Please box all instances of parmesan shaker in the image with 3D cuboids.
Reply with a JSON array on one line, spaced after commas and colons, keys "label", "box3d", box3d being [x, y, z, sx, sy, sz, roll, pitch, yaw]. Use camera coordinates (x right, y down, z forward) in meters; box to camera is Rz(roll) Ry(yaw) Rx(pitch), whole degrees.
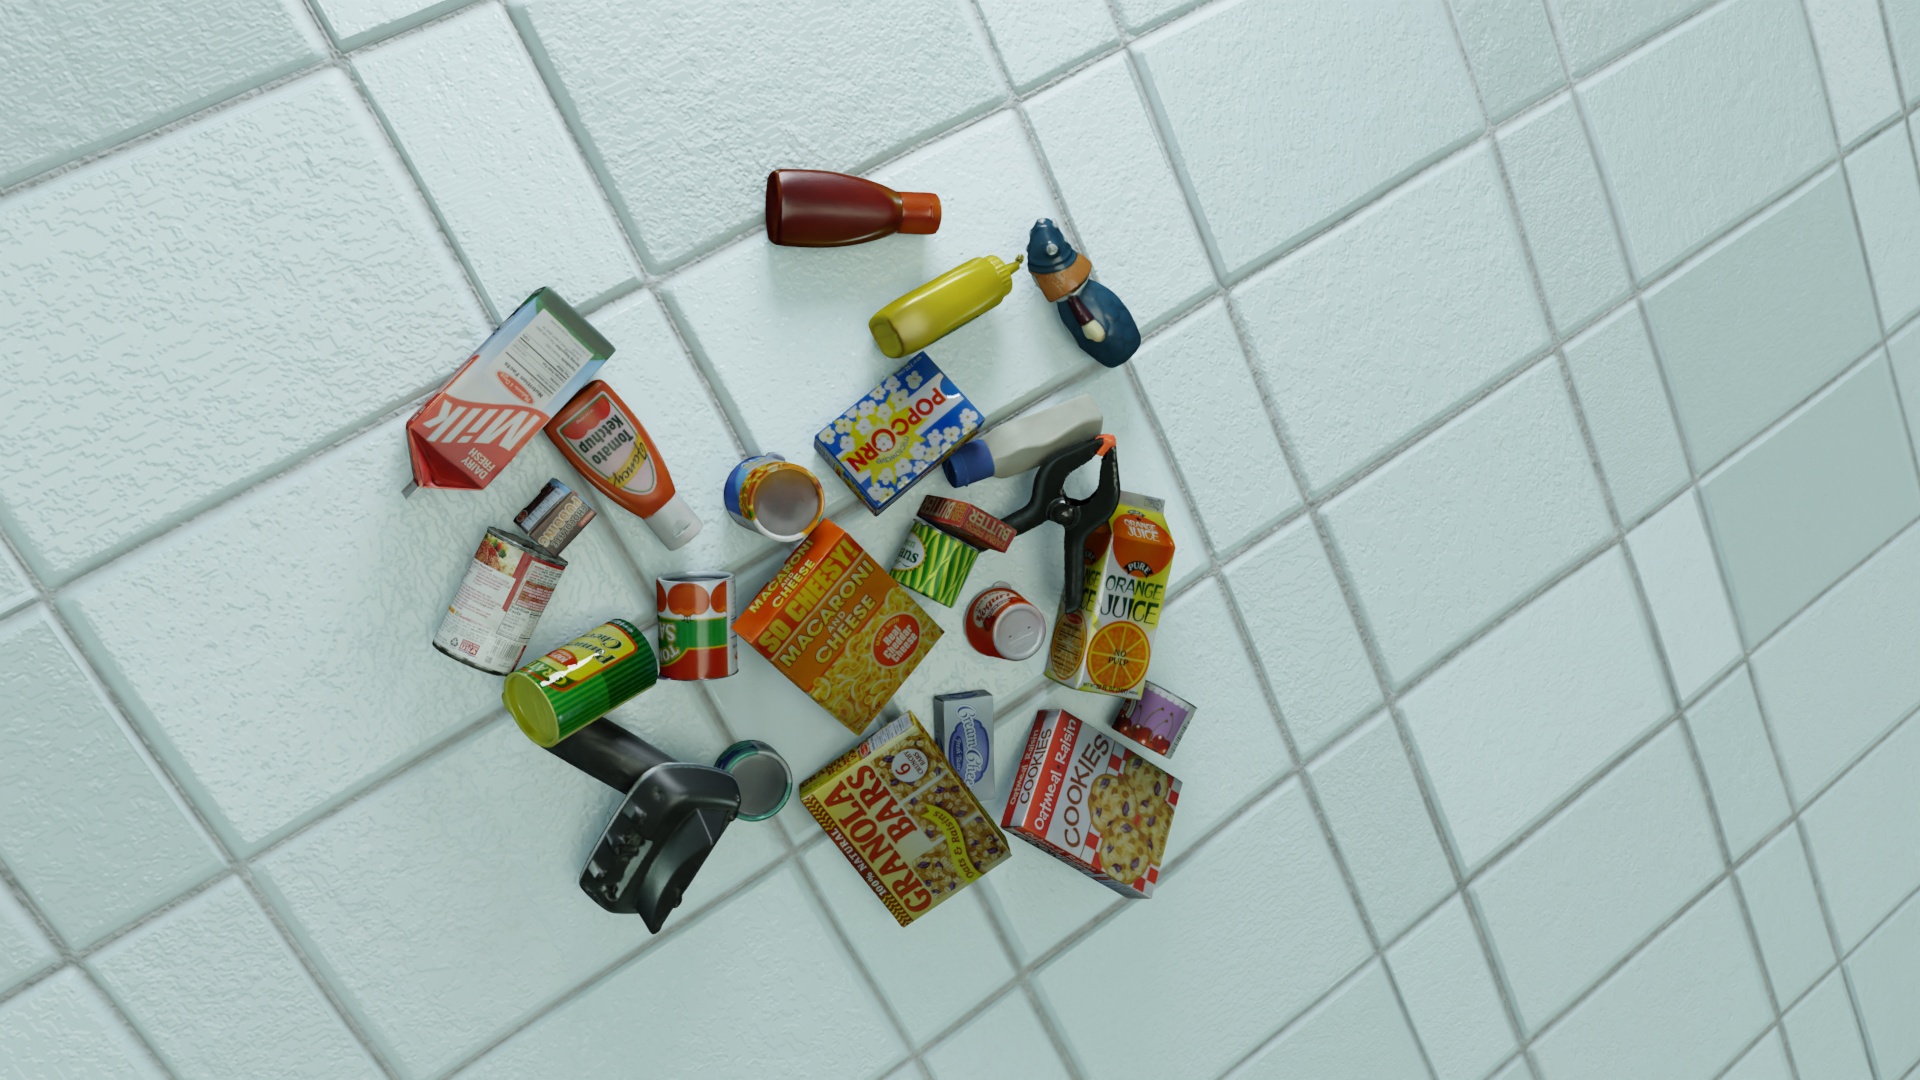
[{"label": "parmesan shaker", "box3d": [-0.306, 0.112, 1.118, 0.103, 0.071, 0.071, -32, 111, -44]}]

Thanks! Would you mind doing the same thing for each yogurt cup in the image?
[{"label": "yogurt cup", "box3d": [0.044, 0.080, 1.290, 0.072, 0.054, 0.072, -4, 99, -23]}]

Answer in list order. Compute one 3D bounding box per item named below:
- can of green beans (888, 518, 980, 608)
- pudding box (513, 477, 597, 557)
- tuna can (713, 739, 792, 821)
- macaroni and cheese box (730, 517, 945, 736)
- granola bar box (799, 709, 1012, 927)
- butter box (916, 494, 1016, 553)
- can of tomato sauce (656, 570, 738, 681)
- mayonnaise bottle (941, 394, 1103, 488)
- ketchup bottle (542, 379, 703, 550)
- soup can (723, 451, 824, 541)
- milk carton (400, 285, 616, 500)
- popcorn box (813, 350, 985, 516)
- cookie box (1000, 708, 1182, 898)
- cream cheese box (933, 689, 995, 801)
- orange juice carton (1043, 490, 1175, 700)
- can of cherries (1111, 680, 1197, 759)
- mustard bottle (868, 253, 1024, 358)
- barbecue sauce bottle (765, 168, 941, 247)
[{"label": "can of green beans", "box3d": [-0.024, 0.022, 1.246, 0.071, 0.071, 0.058, 28, 86, -24]}, {"label": "pudding box", "box3d": [-0.322, -0.019, 1.102, 0.050, 0.084, 0.030, -49, 115, -11]}, {"label": "tuna can", "box3d": [-0.185, 0.213, 1.219, 0.071, 0.033, 0.071, -3, 98, -23]}, {"label": "macaroni and cheese box", "box3d": [-0.104, 0.077, 1.204, 0.124, 0.040, 0.166, -51, 133, -10]}, {"label": "granola bar box", "box3d": [-0.050, 0.254, 1.264, 0.124, 0.039, 0.165, -34, 109, 1]}, {"label": "butter box", "box3d": [0.004, -0.015, 1.233, 0.053, 0.103, 0.024, 30, 84, -23]}, {"label": "can of tomato sauce", "box3d": [-0.223, 0.071, 1.166, 0.071, 0.071, 0.083, -3, 98, -23]}, {"label": "mayonnaise bottle", "box3d": [0.056, -0.088, 1.271, 0.148, 0.064, 0.041, -20, 67, -17]}, {"label": "ketchup bottle", "box3d": [-0.272, -0.058, 1.140, 0.065, 0.043, 0.148, -42, 111, -13]}, {"label": "soup can", "box3d": [-0.157, -0.038, 1.171, 0.071, 0.084, 0.071, -3, 98, -23]}, {"label": "milk carton", "box3d": [-0.364, -0.105, 1.079, 0.073, 0.072, 0.191, 45, 78, -22]}, {"label": "popcorn box", "box3d": [-0.054, -0.093, 1.216, 0.127, 0.038, 0.085, -40, 83, -14]}, {"label": "cookie box", "box3d": [0.128, 0.253, 1.335, 0.167, 0.040, 0.123, 33, 61, -23]}, {"label": "cream cheese box", "box3d": [0.004, 0.194, 1.303, 0.053, 0.024, 0.103, -6, 99, -24]}, {"label": "orange juice carton", "box3d": [0.145, 0.048, 1.319, 0.072, 0.073, 0.192, 12, 91, -24]}, {"label": "can of cherries", "box3d": [0.187, 0.172, 1.359, 0.071, 0.071, 0.058, 30, 86, -24]}, {"label": "mustard bottle", "box3d": [-0.003, -0.214, 1.228, 0.161, 0.065, 0.048, -32, 104, -21]}, {"label": "barbecue sauce bottle", "box3d": [-0.090, -0.283, 1.191, 0.149, 0.043, 0.064, -3, 98, -24]}]
